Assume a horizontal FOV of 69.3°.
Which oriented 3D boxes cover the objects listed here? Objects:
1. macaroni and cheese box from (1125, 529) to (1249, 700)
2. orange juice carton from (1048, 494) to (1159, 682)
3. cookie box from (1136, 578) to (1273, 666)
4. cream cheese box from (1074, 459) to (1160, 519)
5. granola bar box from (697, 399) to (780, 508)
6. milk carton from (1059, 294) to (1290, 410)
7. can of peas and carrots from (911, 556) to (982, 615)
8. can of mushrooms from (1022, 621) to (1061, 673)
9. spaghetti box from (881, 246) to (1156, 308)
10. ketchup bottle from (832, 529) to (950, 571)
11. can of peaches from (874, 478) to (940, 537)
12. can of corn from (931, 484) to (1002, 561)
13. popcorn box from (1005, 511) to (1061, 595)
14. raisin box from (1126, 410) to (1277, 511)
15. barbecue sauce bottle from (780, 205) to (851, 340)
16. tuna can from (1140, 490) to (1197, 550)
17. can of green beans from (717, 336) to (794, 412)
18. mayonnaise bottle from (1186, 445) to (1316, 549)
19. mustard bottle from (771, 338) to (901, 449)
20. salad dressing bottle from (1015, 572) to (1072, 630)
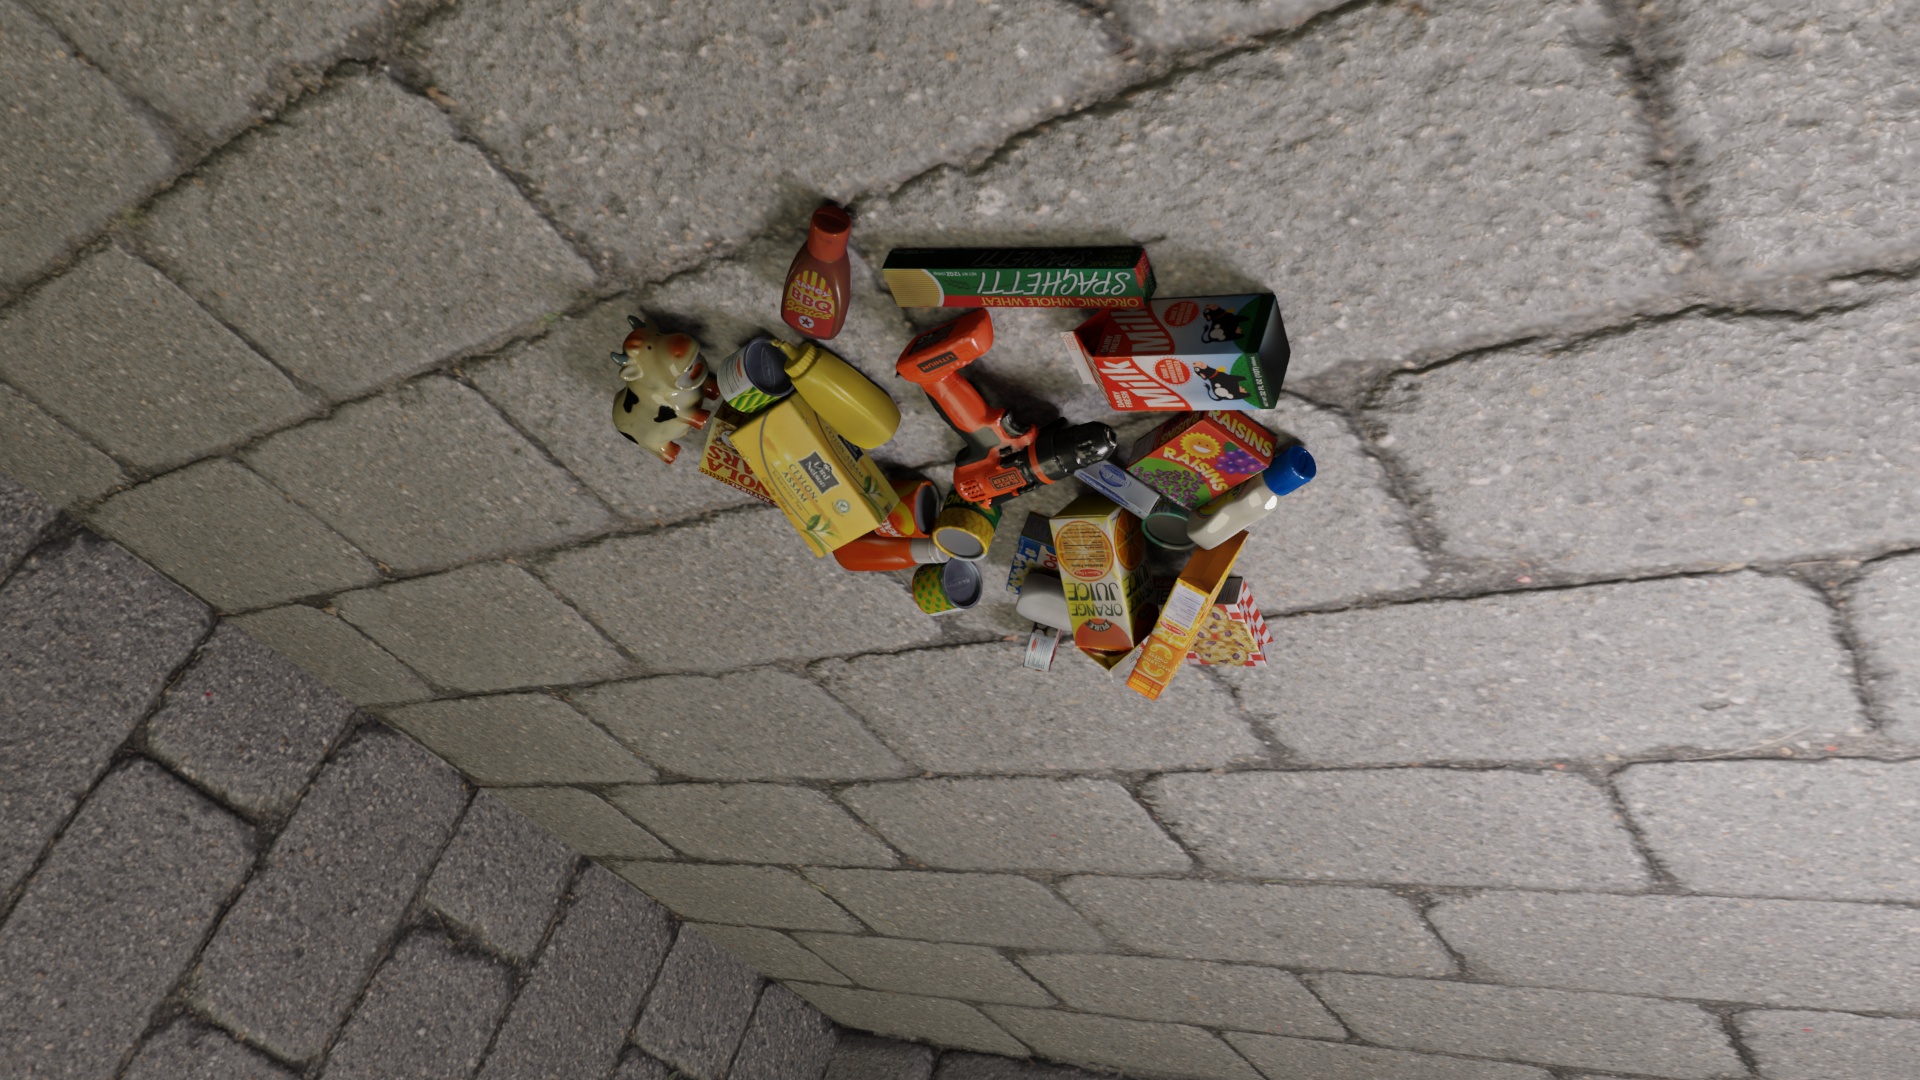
[{"bbox_3d":[0.238,0.073,1.458,0.040,0.124,0.165,29,133,13],"label":"macaroni and cheese box"},{"bbox_3d":[0.159,0.051,1.486,0.073,0.072,0.192,-2,110,33],"label":"orange juice carton"},{"bbox_3d":[0.260,0.095,1.599,0.167,0.040,0.122,-1,141,32],"label":"cookie box"},{"bbox_3d":[0.153,-0.060,1.412,0.104,0.024,0.053,33,176,6],"label":"cream cheese box"},{"bbox_3d":[-0.212,-0.090,1.609,0.165,0.039,0.123,25,147,-5],"label":"granola bar box"},{"bbox_3d":[0.185,-0.164,1.229,0.190,0.074,0.072,2,143,29],"label":"milk carton"},{"bbox_3d":[-0.017,0.053,1.681,0.058,0.071,0.071,-16,132,45],"label":"can of peas and carrots"},{"bbox_3d":[0.102,0.129,1.724,0.033,0.071,0.070,15,147,8],"label":"can of mushrooms"},{"bbox_3d":[0.049,-0.236,1.246,0.250,0.029,0.050,5,145,25],"label":"spaghetti box"},{"bbox_3d":[-0.082,0.010,1.674,0.148,0.044,0.064,-1,142,31],"label":"ketchup bottle"},{"bbox_3d":[-0.063,-0.035,1.571,0.058,0.071,0.071,2,143,26],"label":"can of peaches"},{"bbox_3d":[0.006,-0.020,1.564,0.071,0.058,0.070,15,147,10],"label":"can of corn"},{"bbox_3d":[0.104,0.027,1.594,0.085,0.038,0.126,20,148,5],"label":"popcorn box"},{"bbox_3d":[0.234,-0.084,1.351,0.086,0.040,0.123,33,148,-15],"label":"raisin box"},{"bbox_3d":[-0.132,-0.254,1.314,0.065,0.044,0.147,24,148,0],"label":"barbecue sauce bottle"},{"bbox_3d":[0.223,-0.023,1.454,0.071,0.033,0.070,15,148,10],"label":"tuna can"},{"bbox_3d":[-0.214,-0.174,1.460,0.071,0.071,0.057,39,145,-24],"label":"can of green beans"},{"bbox_3d":[0.284,-0.045,1.361,0.041,0.065,0.147,36,142,-14],"label":"mayonnaise bottle"},{"bbox_3d":[-0.134,-0.161,1.447,0.065,0.049,0.160,-20,128,43],"label":"mustard bottle"},{"bbox_3d":[0.138,0.081,1.574,0.148,0.044,0.064,18,142,4],"label":"salad dressing bottle"}]
